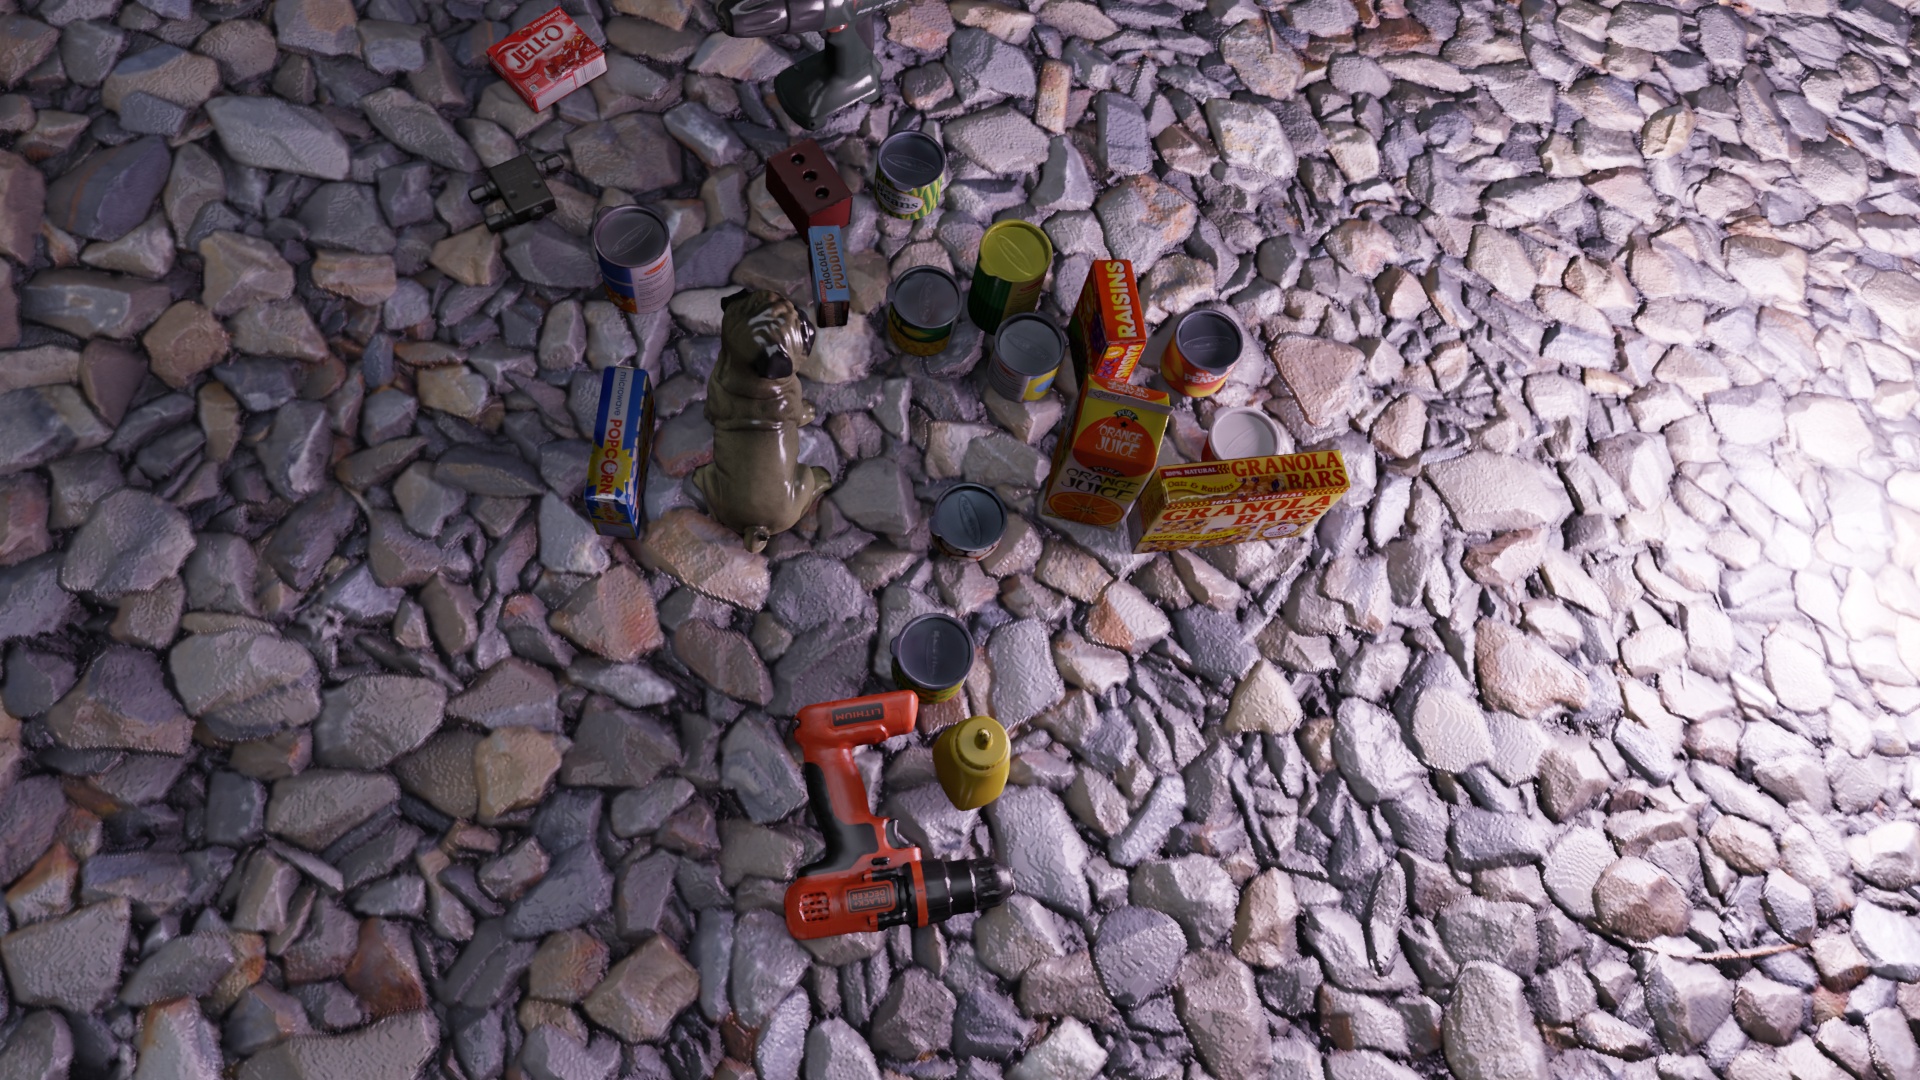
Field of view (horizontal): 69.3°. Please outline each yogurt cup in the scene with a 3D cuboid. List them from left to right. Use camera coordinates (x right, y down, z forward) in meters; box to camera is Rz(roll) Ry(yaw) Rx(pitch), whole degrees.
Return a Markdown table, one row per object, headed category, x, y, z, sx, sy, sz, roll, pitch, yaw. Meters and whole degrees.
| category | x | y | z | sx | sy | sz | roll | pitch | yaw |
| --- | --- | --- | --- | --- | --- | --- | --- | --- | --- |
| yogurt cup | 0.256 | -0.083 | 1.286 | 0.072 | 0.053 | 0.072 | 3 | 69 | -7 |

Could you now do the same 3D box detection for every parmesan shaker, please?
| category | x | y | z | sx | sy | sz | roll | pitch | yaw |
| --- | --- | --- | --- | --- | --- | --- | --- | --- | --- |
| parmesan shaker | 0.042 | -0.242 | 1.292 | 0.071 | 0.102 | 0.071 | 3 | 69 | -7 |

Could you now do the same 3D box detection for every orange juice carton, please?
| category | x | y | z | sx | sy | sz | roll | pitch | yaw |
| --- | --- | --- | --- | --- | --- | --- | --- | --- | --- |
| orange juice carton | 0.126 | -0.081 | 1.193 | 0.072 | 0.192 | 0.073 | 14 | 68 | -2 |

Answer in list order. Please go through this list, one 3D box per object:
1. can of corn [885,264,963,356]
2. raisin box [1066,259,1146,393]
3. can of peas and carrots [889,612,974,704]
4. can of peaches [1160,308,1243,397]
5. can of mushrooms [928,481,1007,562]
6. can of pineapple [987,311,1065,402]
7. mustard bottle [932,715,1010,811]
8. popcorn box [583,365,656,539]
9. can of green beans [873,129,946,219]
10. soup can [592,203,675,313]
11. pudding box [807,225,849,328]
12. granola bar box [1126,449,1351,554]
| category | x | y | z | sx | sy | sz | roll | pitch | yaw |
| --- | --- | --- | --- | --- | --- | --- | --- | --- | --- |
| can of corn | -0.036 | -0.214 | 1.295 | 0.071 | 0.058 | 0.071 | 3 | 69 | -7 |
| raisin box | 0.132 | -0.189 | 1.273 | 0.040 | 0.123 | 0.086 | -4 | 70 | -9 |
| can of peas and carrots | -0.027 | 0.101 | 1.174 | 0.071 | 0.058 | 0.071 | 3 | 69 | -7 |
| can of peaches | 0.228 | -0.175 | 1.316 | 0.071 | 0.058 | 0.071 | 3 | 69 | -7 |
| can of mushrooms | 0.004 | -0.016 | 1.237 | 0.071 | 0.033 | 0.071 | 3 | 69 | -7 |
| can of pineapple | 0.062 | -0.170 | 1.292 | 0.071 | 0.057 | 0.071 | 3 | 69 | -7 |
| mustard bottle | 0.012 | 0.171 | 1.098 | 0.049 | 0.159 | 0.065 | -21 | 74 | -15 |
| popcorn box | -0.291 | -0.075 | 1.193 | 0.038 | 0.085 | 0.127 | 5 | 69 | -6 |
| can of green beans | -0.050 | -0.354 | 1.348 | 0.071 | 0.057 | 0.071 | 3 | 69 | -7 |
| soup can | -0.297 | -0.257 | 1.264 | 0.071 | 0.083 | 0.071 | 3 | 69 | -7 |
| pudding box | -0.124 | -0.248 | 1.301 | 0.030 | 0.049 | 0.084 | -6 | 70 | -10 |
| granola bar box | 0.241 | -0.034 | 1.227 | 0.166 | 0.123 | 0.039 | -6 | 70 | -10 |
